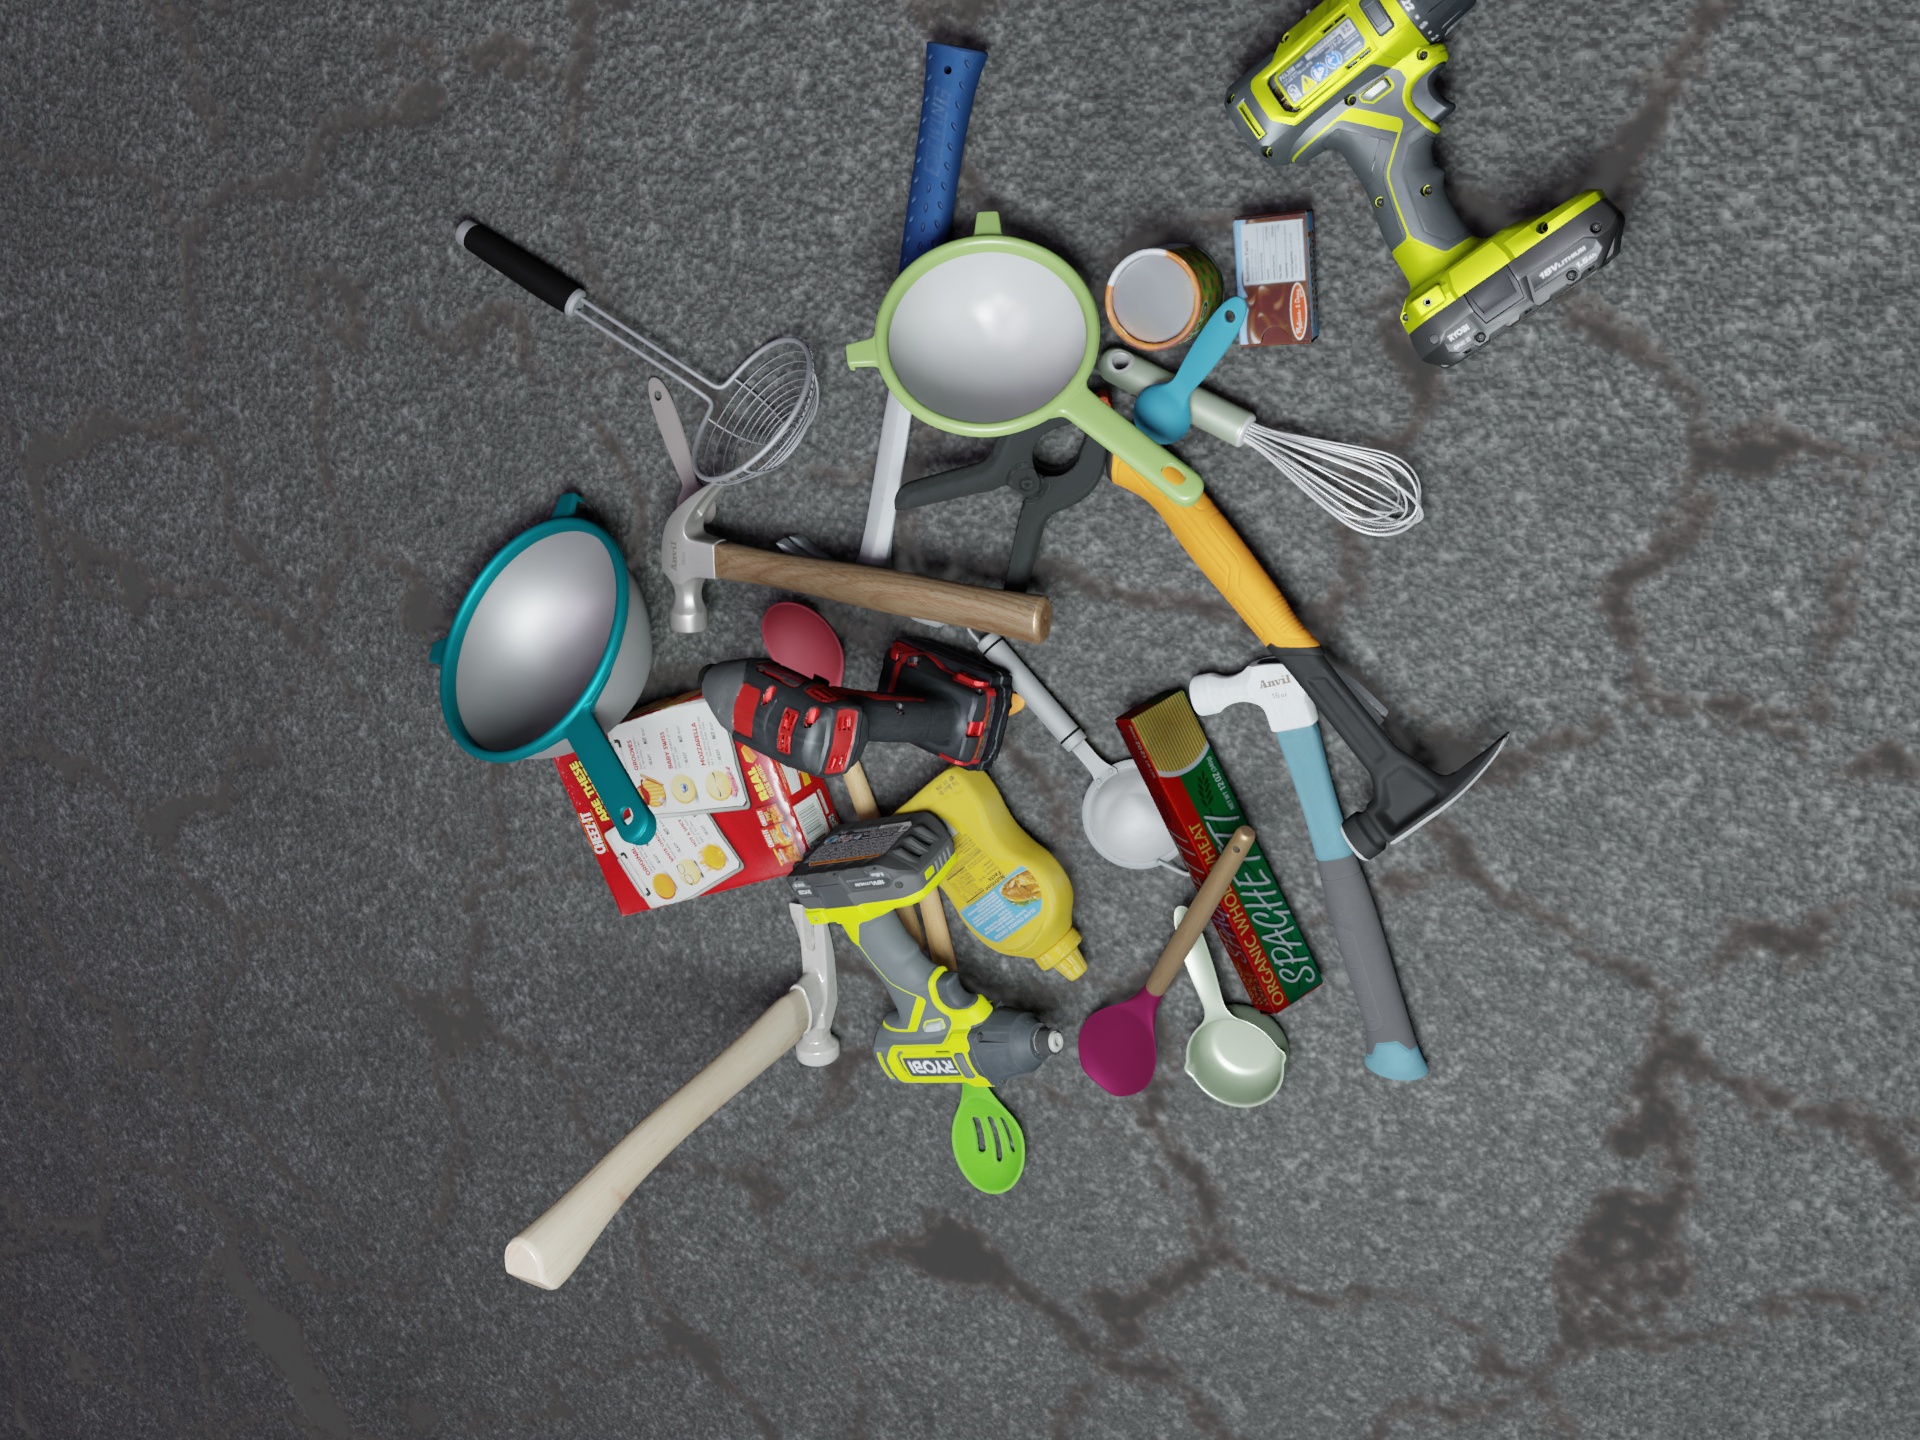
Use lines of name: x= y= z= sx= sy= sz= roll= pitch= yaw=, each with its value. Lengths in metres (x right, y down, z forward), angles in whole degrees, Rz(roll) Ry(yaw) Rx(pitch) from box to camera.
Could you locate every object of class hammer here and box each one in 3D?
hammer: x=-0.086 y=-0.105 z=1.191 sx=0.331 sy=0.031 sz=0.130 roll=12 pitch=116 yaw=25
hammer: x=-0.043 y=-0.275 z=1.156 sx=0.144 sy=0.035 sz=0.405 roll=19 pitch=115 yaw=18
hammer: x=-0.204 y=0.283 z=1.213 sx=0.038 sy=0.410 sz=0.146 roll=5 pitch=110 yaw=24
hammer: x=0.273 y=0.110 z=1.149 sx=0.128 sy=0.033 sz=0.331 roll=-13 pitch=102 yaw=29
hammer: x=0.219 y=-0.073 z=1.081 sx=0.127 sy=0.034 sz=0.337 roll=-42 pitch=79 yaw=25

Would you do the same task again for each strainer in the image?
strainer: x=0.059 y=-0.217 z=1.076 sx=0.256 sy=0.069 sz=0.151 roll=40 pitch=79 yaw=12
strainer: x=-0.291 y=-0.013 z=1.271 sx=0.211 sy=0.095 sz=0.341 roll=-46 pitch=53 yaw=11
strainer: x=0.089 y=0.022 z=1.200 sx=0.087 sy=0.050 sz=0.258 roll=-42 pitch=84 yaw=15

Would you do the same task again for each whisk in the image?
whisk: x=0.199 y=-0.192 z=1.071 sx=0.246 sy=0.059 sz=0.058 roll=31 pitch=82 yaw=16

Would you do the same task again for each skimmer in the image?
skimmer: x=-0.260 y=-0.302 z=1.215 sx=0.363 sy=0.090 sz=0.127 roll=34 pitch=89 yaw=13

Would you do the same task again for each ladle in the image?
ladle: x=-0.085 y=0.047 z=1.297 sx=0.069 sy=0.031 sz=0.315 roll=-12 pitch=105 yaw=33

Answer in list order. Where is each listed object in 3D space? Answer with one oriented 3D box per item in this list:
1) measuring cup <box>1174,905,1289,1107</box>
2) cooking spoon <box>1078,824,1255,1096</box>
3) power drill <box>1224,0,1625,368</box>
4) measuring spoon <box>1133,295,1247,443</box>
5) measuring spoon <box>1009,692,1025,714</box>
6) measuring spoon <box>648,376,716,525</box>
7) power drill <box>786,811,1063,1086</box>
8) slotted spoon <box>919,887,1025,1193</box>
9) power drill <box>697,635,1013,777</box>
measuring cup: x=0.200 y=0.213 z=1.219 sx=0.083 sy=0.038 sz=0.167 roll=-16 pitch=98 yaw=29
cooking spoon: x=0.156 y=0.187 z=1.201 sx=0.069 sy=0.017 sz=0.318 roll=37 pitch=135 yaw=17
power drill: x=0.293 y=-0.348 z=0.951 sx=0.190 sy=0.080 sz=0.228 roll=-34 pitch=89 yaw=31
measuring spoon: x=0.148 y=-0.227 z=1.040 sx=0.042 sy=0.021 sz=0.128 roll=44 pitch=141 yaw=8
measuring spoon: x=-0.002 y=-0.004 z=1.247 sx=0.117 sy=0.011 sz=0.021 roll=-12 pitch=103 yaw=28
measuring spoon: x=-0.229 y=-0.214 z=1.274 sx=0.034 sy=0.018 sz=0.124 roll=-12 pitch=102 yaw=28
power drill: x=-0.026 y=0.187 z=1.244 sx=0.171 sy=0.080 sz=0.223 roll=-11 pitch=114 yaw=39
slotted spoon: x=-0.001 y=0.248 z=1.330 sx=0.070 sy=0.031 sz=0.313 roll=-7 pitch=103 yaw=29
power drill: x=-0.077 y=-0.011 z=1.147 sx=0.143 sy=0.219 sz=0.078 roll=23 pitch=107 yaw=37
